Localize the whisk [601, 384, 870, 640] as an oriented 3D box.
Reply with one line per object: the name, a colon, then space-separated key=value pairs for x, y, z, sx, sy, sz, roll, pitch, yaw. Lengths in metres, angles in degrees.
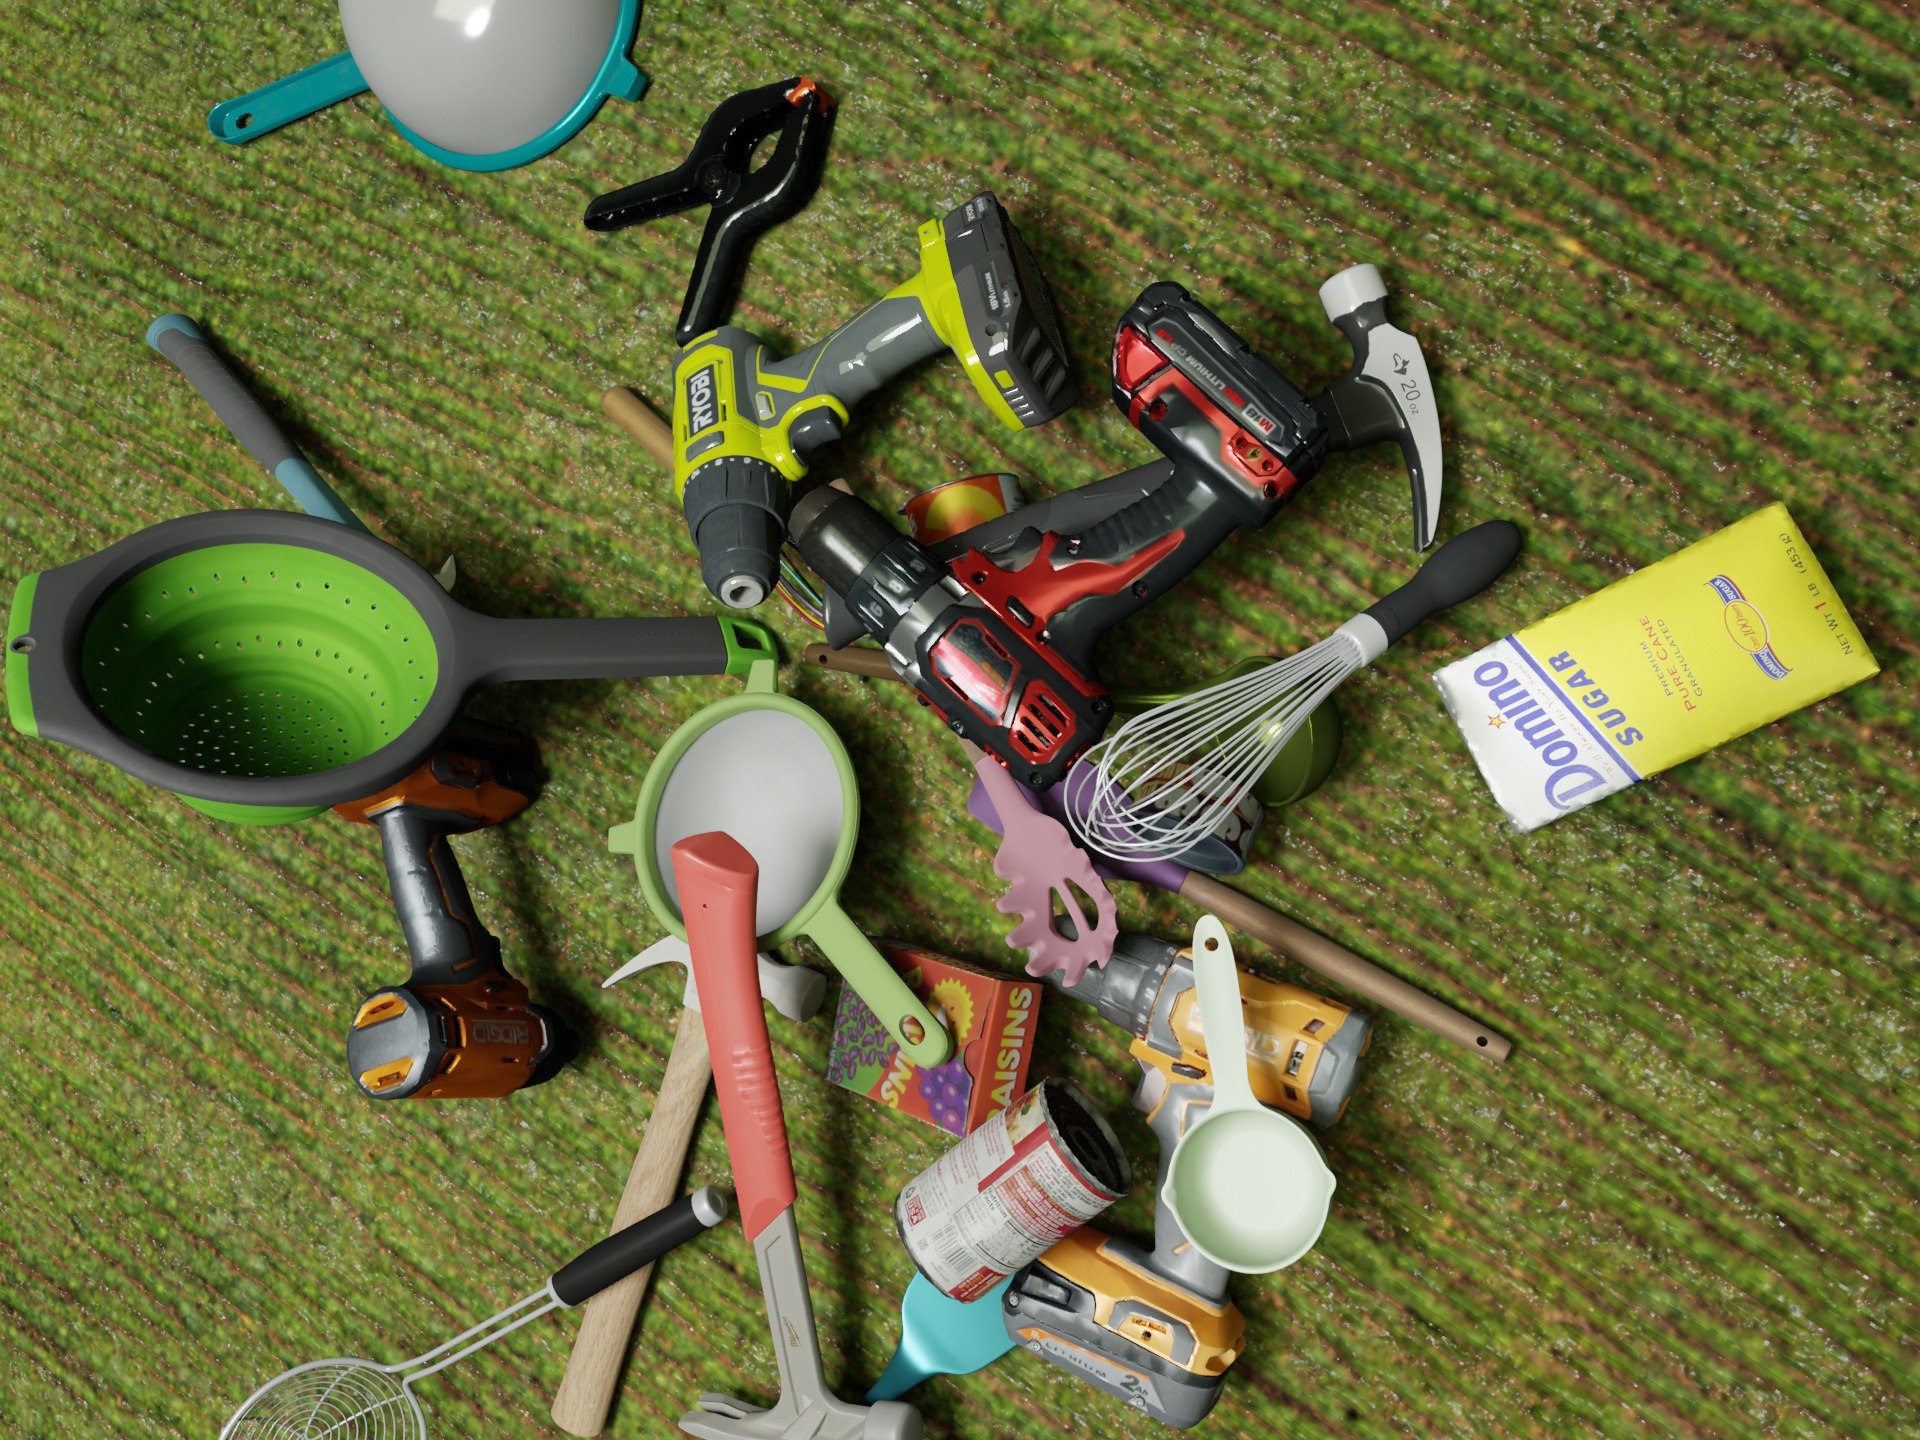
whisk: x=-0.130 y=-0.126 z=0.951 sx=0.245 sy=0.051 sz=0.047 roll=42 pitch=83 yaw=20

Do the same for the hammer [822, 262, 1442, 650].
hammer: x=0.085 y=-0.107 z=0.822 sx=0.335 sy=0.035 sz=0.146 roll=-21 pitch=84 yaw=3

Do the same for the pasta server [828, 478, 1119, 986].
pasta server: x=-0.001 y=-0.003 z=0.861 sx=0.060 sy=0.040 sz=0.316 roll=-33 pitch=73 yaw=16

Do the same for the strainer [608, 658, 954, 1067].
strainer: x=-0.077 y=0.097 z=0.894 sx=0.151 sy=0.069 sz=0.257 roll=-48 pitch=63 yaw=9

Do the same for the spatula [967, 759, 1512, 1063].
spatula: x=0.144 y=0.097 z=0.851 sx=0.316 sy=0.018 sz=0.060 roll=28 pitch=91 yaw=19

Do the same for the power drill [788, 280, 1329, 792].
power drill: x=0.045 y=-0.103 z=0.772 sx=0.188 sy=0.080 sz=0.226 roll=43 pitch=93 yaw=7

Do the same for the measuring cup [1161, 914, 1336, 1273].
measuring cup: x=0.135 y=0.179 z=0.773 sx=0.083 sy=0.038 sz=0.168 roll=-11 pitch=75 yaw=18

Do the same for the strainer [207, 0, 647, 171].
strainer: x=-0.371 y=-0.447 z=1.011 sx=0.340 sy=0.095 sz=0.211 roll=-13 pitch=85 yaw=19

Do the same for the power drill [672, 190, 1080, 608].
power drill: x=-0.057 y=-0.171 z=0.866 sx=0.228 sy=0.080 sz=0.191 roll=-24 pitch=50 yaw=17

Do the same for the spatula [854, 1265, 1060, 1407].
spatula: x=-0.061 y=0.415 z=0.927 sx=0.082 sy=0.044 sz=0.317 roll=42 pitch=108 yaw=15

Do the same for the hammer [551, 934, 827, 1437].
hammer: x=-0.190 y=0.281 z=0.971 sx=0.130 sy=0.031 sz=0.331 roll=21 pitch=97 yaw=19

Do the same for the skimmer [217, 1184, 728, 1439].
skimmer: x=-0.288 y=0.387 z=0.944 sx=0.363 sy=0.090 sz=0.127 roll=-33 pitch=112 yaw=15

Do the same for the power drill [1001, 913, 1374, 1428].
power drill: x=0.094 y=0.224 z=0.839 sx=0.185 sy=0.084 sz=0.226 roll=21 pitch=93 yaw=22

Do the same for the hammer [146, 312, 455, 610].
hammer: x=-0.442 y=-0.170 z=1.037 sx=0.331 sy=0.128 sz=0.033 roll=43 pitch=103 yaw=25

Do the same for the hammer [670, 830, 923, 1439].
hammer: x=-0.117 y=0.237 z=0.868 sx=0.149 sy=0.037 sz=0.359 roll=-4 pitch=102 yaw=26

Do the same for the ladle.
ladle: x=0.050 y=-0.014 z=0.870 sx=0.320 sy=0.062 sz=0.078 roll=9 pitch=109 yaw=24

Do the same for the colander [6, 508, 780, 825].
colander: x=-0.299 y=-0.015 z=0.889 sx=0.094 sy=0.397 sz=0.205 roll=116 pitch=143 yaw=-44

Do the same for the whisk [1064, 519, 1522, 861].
whisk: x=0.169 y=-0.021 z=0.760 sx=0.284 sy=0.070 sz=0.070 roll=-33 pitch=76 yaw=-18

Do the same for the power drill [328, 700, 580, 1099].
power drill: x=-0.299 y=0.115 z=0.961 sx=0.084 sy=0.164 sz=0.227 roll=-20 pitch=70 yaw=20
